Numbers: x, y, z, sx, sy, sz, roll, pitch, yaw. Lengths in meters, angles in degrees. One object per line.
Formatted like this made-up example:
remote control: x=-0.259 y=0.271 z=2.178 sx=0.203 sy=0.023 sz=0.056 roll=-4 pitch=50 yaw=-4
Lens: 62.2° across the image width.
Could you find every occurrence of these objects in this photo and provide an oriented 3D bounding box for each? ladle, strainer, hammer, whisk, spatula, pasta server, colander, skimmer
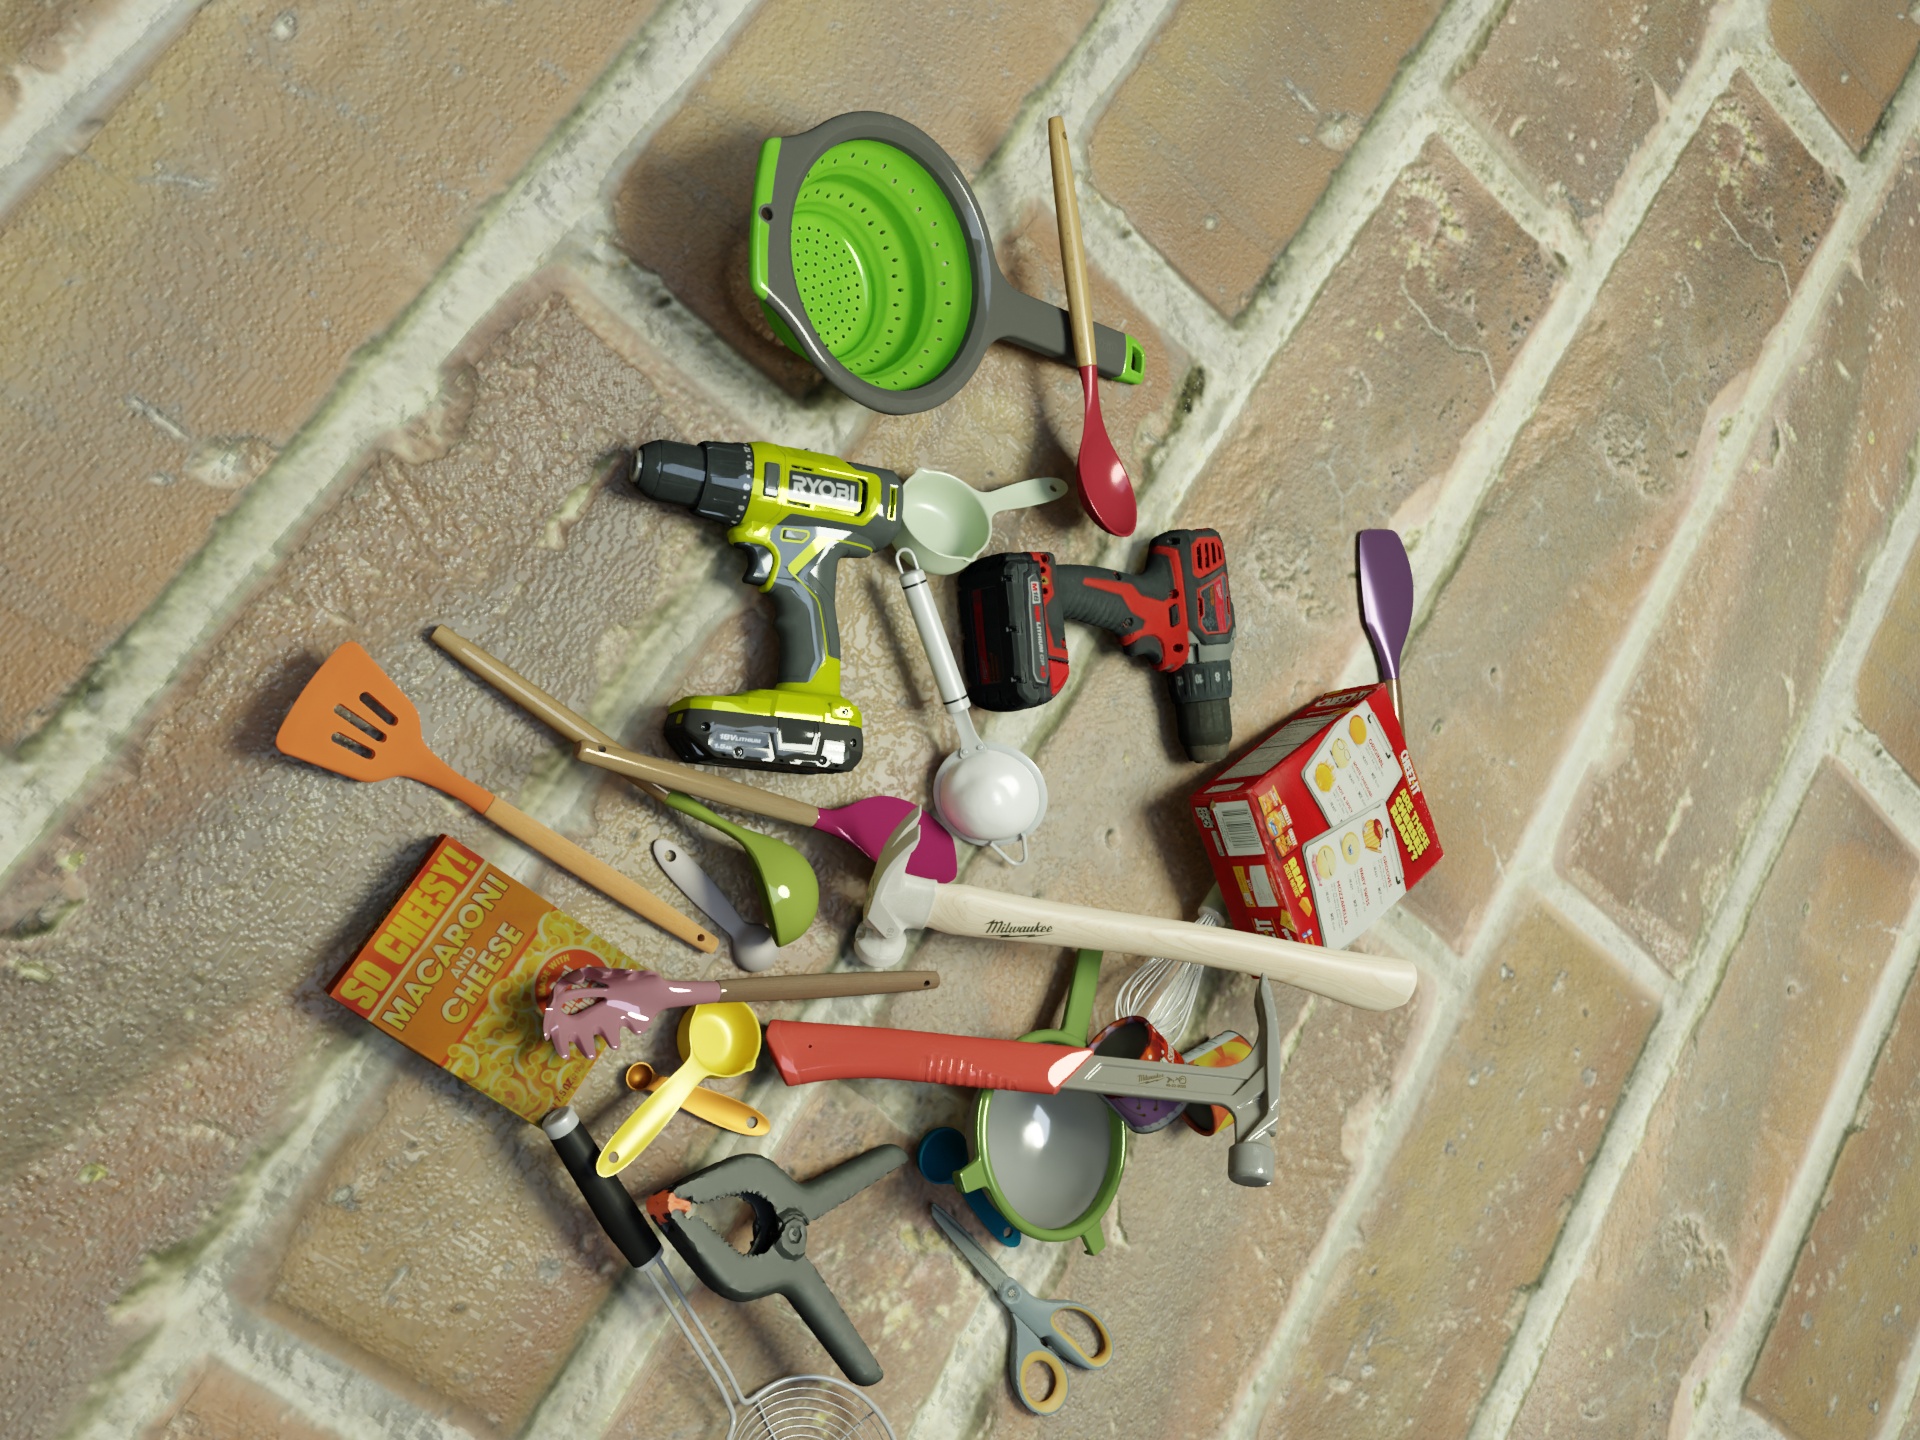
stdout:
ladle: x=0.093 y=-0.294 z=1.202 sx=0.069 sy=0.031 sz=0.315 roll=-17 pitch=101 yaw=-54
strainer: x=-0.002 y=-0.004 z=1.170 sx=0.087 sy=0.050 sz=0.258 roll=-17 pitch=100 yaw=16
hammer: x=0.044 y=0.234 z=1.119 sx=0.359 sy=0.036 sz=0.149 roll=5 pitch=57 yaw=3
ladle: x=-0.227 y=0.044 z=1.075 sx=0.320 sy=0.078 sz=0.062 roll=37 pitch=83 yaw=-13
hammer: x=0.137 y=0.151 z=1.146 sx=0.410 sy=0.146 sz=0.038 roll=10 pitch=44 yaw=-9
whisk: x=0.197 y=0.163 z=1.269 sx=0.059 sy=0.057 sz=0.246 roll=40 pitch=62 yaw=0
spatula: x=-0.289 y=0.070 z=1.049 sx=0.322 sy=0.041 sz=0.081 roll=36 pitch=73 yaw=-21
strainer: x=0.062 y=0.263 z=1.207 sx=0.151 sy=0.069 sz=0.257 roll=34 pitch=56 yaw=-30
pasta server: x=-0.140 y=0.188 z=1.090 sx=0.316 sy=0.040 sz=0.060 roll=4 pitch=105 yaw=-37
spatula: x=0.380 y=-0.010 z=1.389 sx=0.059 sy=0.018 sz=0.316 roll=-2 pitch=88 yaw=-27
colander: x=-0.018 y=-0.306 z=1.181 sx=0.396 sy=0.094 sz=0.204 roll=8 pitch=85 yaw=-43
skimmer: x=-0.158 y=0.403 z=1.056 sx=0.127 sy=0.090 sz=0.363 roll=-46 pitch=115 yaw=-47

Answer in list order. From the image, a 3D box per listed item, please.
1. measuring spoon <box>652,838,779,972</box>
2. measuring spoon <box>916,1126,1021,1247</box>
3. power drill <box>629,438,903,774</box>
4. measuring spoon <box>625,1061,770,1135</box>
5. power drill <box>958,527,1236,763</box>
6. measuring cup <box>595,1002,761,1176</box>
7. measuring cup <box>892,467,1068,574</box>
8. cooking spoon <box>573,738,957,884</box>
measuring spoon: x=-0.171 y=0.129 z=1.116 sx=0.034 sy=0.018 sz=0.124 roll=-46 pitch=106 yaw=-20
measuring spoon: x=0.006 y=0.353 z=1.198 sx=0.042 sy=0.021 sz=0.128 roll=-45 pitch=116 yaw=-21
power drill: x=-0.141 y=-0.083 z=1.109 sx=0.190 sy=0.080 sz=0.228 roll=7 pitch=82 yaw=-26
measuring spoon: x=-0.183 y=0.266 z=1.111 sx=0.116 sy=0.011 sz=0.021 roll=30 pitch=74 yaw=-25
power drill: x=0.119 y=-0.052 z=1.235 sx=0.226 sy=0.080 sz=0.188 roll=-6 pitch=91 yaw=-29
measuring cup: x=-0.196 y=0.248 z=1.070 sx=0.062 sy=0.029 sz=0.156 roll=53 pitch=50 yaw=-11
measuring cup: x=0.015 y=-0.156 z=1.208 sx=0.167 sy=0.038 sz=0.083 roll=-20 pitch=75 yaw=-38
cooking spoon: x=-0.124 y=0.061 z=1.103 sx=0.318 sy=0.017 sz=0.069 roll=20 pitch=51 yaw=-37
